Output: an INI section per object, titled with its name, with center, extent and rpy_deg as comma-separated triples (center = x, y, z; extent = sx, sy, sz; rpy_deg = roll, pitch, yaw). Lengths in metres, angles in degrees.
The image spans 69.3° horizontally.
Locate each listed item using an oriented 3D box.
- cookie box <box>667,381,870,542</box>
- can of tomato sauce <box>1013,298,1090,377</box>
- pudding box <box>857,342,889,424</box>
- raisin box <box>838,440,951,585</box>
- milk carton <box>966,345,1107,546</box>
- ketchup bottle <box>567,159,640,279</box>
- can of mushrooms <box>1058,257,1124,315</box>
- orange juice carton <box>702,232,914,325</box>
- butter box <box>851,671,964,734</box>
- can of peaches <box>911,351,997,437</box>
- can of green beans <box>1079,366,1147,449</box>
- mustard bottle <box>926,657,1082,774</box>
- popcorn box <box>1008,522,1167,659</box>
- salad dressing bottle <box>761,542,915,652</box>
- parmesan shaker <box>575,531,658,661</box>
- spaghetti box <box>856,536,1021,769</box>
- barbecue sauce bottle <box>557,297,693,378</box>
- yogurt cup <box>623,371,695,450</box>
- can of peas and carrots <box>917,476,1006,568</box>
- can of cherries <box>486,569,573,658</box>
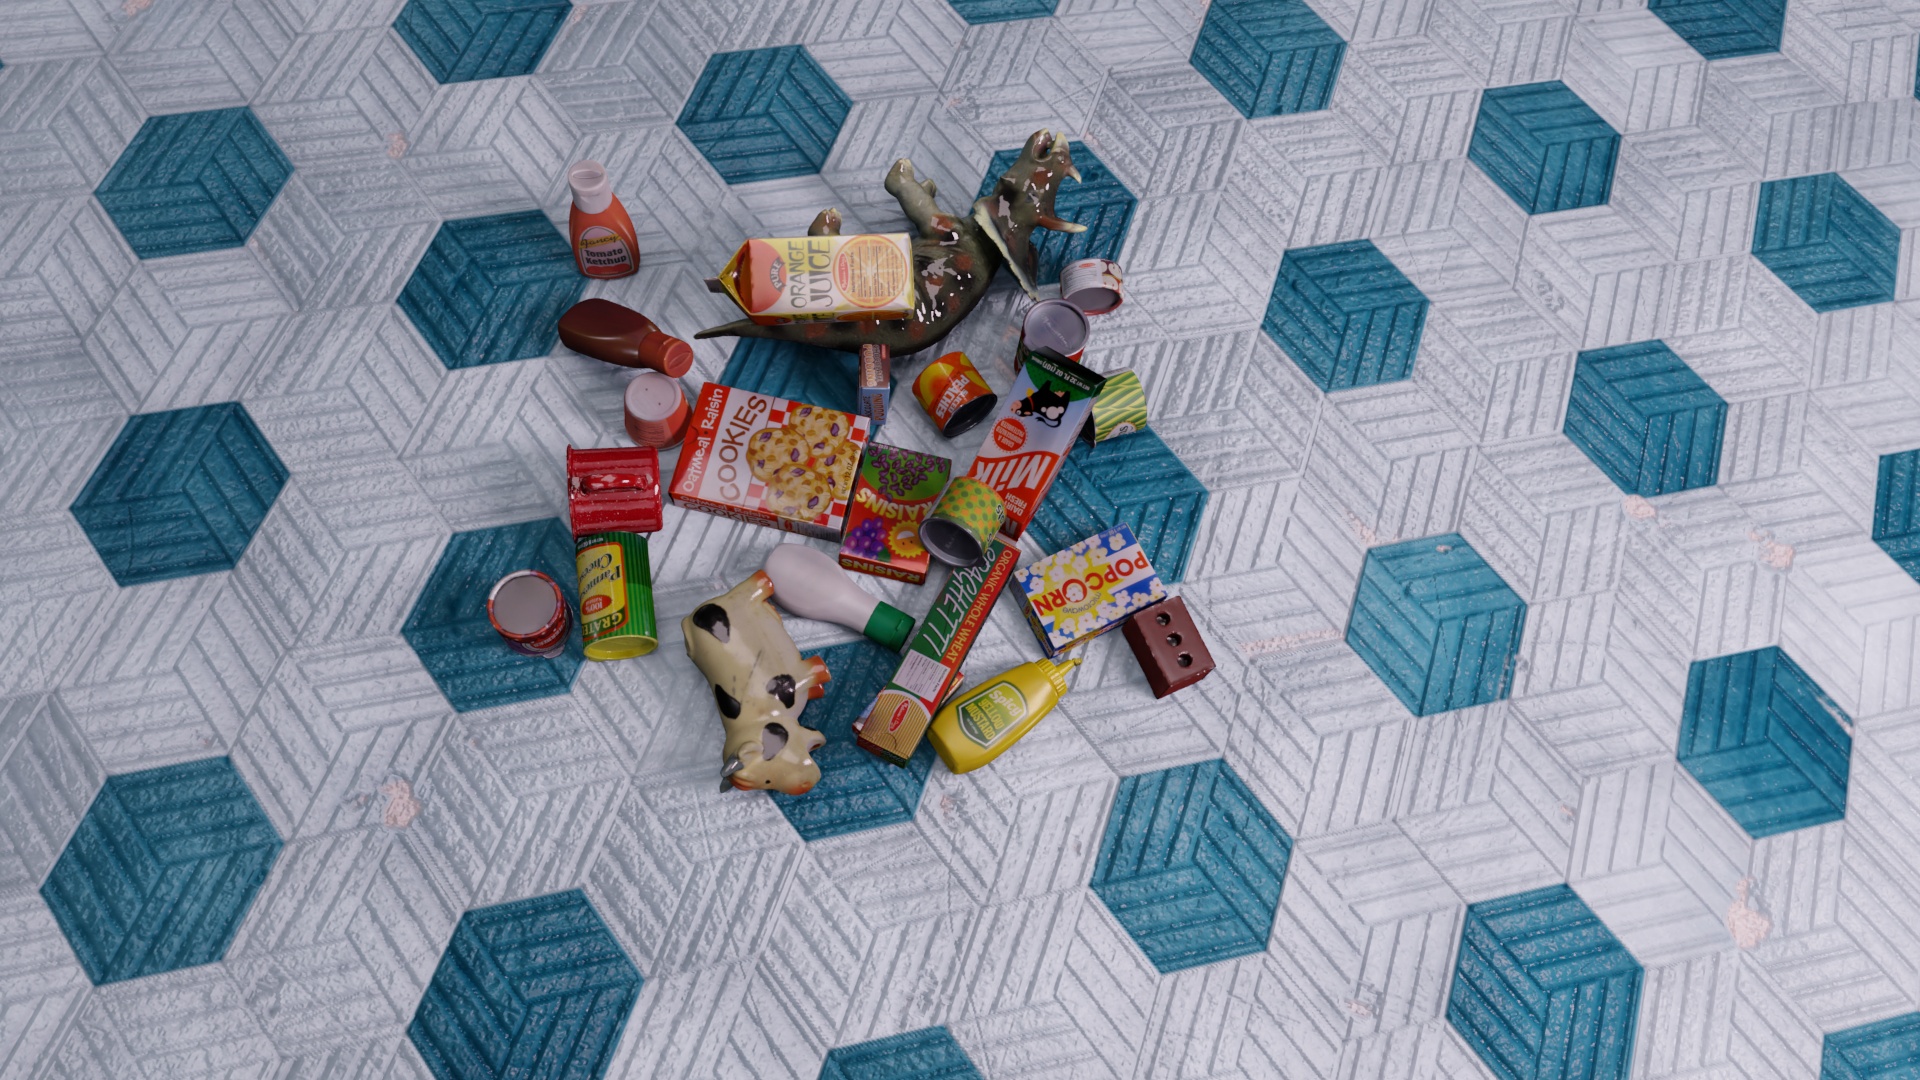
[cookie box]
center = -0.183, -0.077, 1.344
extent = 0.167, 0.040, 0.123
rpy_deg = 13, 68, 0
[can of tomato sauce]
center = 0.089, -0.192, 1.392
extent = 0.071, 0.082, 0.071
rpy_deg = 2, 68, -4
[pudding box]
center = -0.086, -0.152, 1.360
extent = 0.030, 0.083, 0.050
rpy_deg = 1, 68, -5
[raisin box]
center = -0.063, -0.026, 1.336
extent = 0.086, 0.040, 0.124
rpy_deg = 13, 66, -1
[milk carton]
center = 0.061, -0.084, 1.327
extent = 0.072, 0.073, 0.190
rpy_deg = 29, 106, 7
[ketchup bottle]
center = -0.355, -0.314, 1.365
extent = 0.065, 0.148, 0.044
rpy_deg = -6, 68, -7
[can of mushrooms]
center = 0.137, -0.261, 1.435
extent = 0.071, 0.070, 0.033
rpy_deg = -1, 71, -6
[orange juice carton]
center = -0.141, -0.243, 1.301
extent = 0.193, 0.072, 0.073
rpy_deg = -3, 91, -4
[butter box]
center = -0.047, 0.149, 1.275
extent = 0.053, 0.024, 0.104
rpy_deg = 38, 70, 10
[can of peaches]
center = -0.007, -0.145, 1.372
extent = 0.071, 0.071, 0.058
rpy_deg = -31, 73, -16
[can of green beans]
center = 0.147, -0.135, 1.384
extent = 0.058, 0.071, 0.071
rpy_deg = -16, 71, -12
[mustard bottle]
center = 0.047, 0.149, 1.271
extent = 0.161, 0.048, 0.065
rpy_deg = -33, 77, -16
[popcorn box]
center = 0.122, 0.047, 1.324
extent = 0.127, 0.038, 0.085
rpy_deg = -24, 73, -14
[salad dressing bottle]
center = -0.114, 0.055, 1.297
extent = 0.148, 0.043, 0.064
rpy_deg = 28, 66, 5
[parmesan shaker]
center = -0.317, 0.051, 1.268
extent = 0.071, 0.071, 0.103
rpy_deg = -8, 69, -8
[spaghetti box]
center = -0.016, 0.094, 1.271
extent = 0.050, 0.028, 0.251
rpy_deg = 27, 56, 5
[barbecue sauce bottle]
center = -0.321, -0.194, 1.343
extent = 0.149, 0.043, 0.065
rpy_deg = 23, 48, 33
[yogurt cup]
center = -0.295, -0.128, 1.347
extent = 0.072, 0.053, 0.072
rpy_deg = 2, 69, -4
[can of peas and carrots]
center = 0.005, -0.016, 1.291
extent = 0.071, 0.070, 0.059
rpy_deg = 27, 56, 6
[can of cherries]
center = -0.387, 0.068, 1.257
extent = 0.071, 0.058, 0.072
rpy_deg = 2, 68, -4
